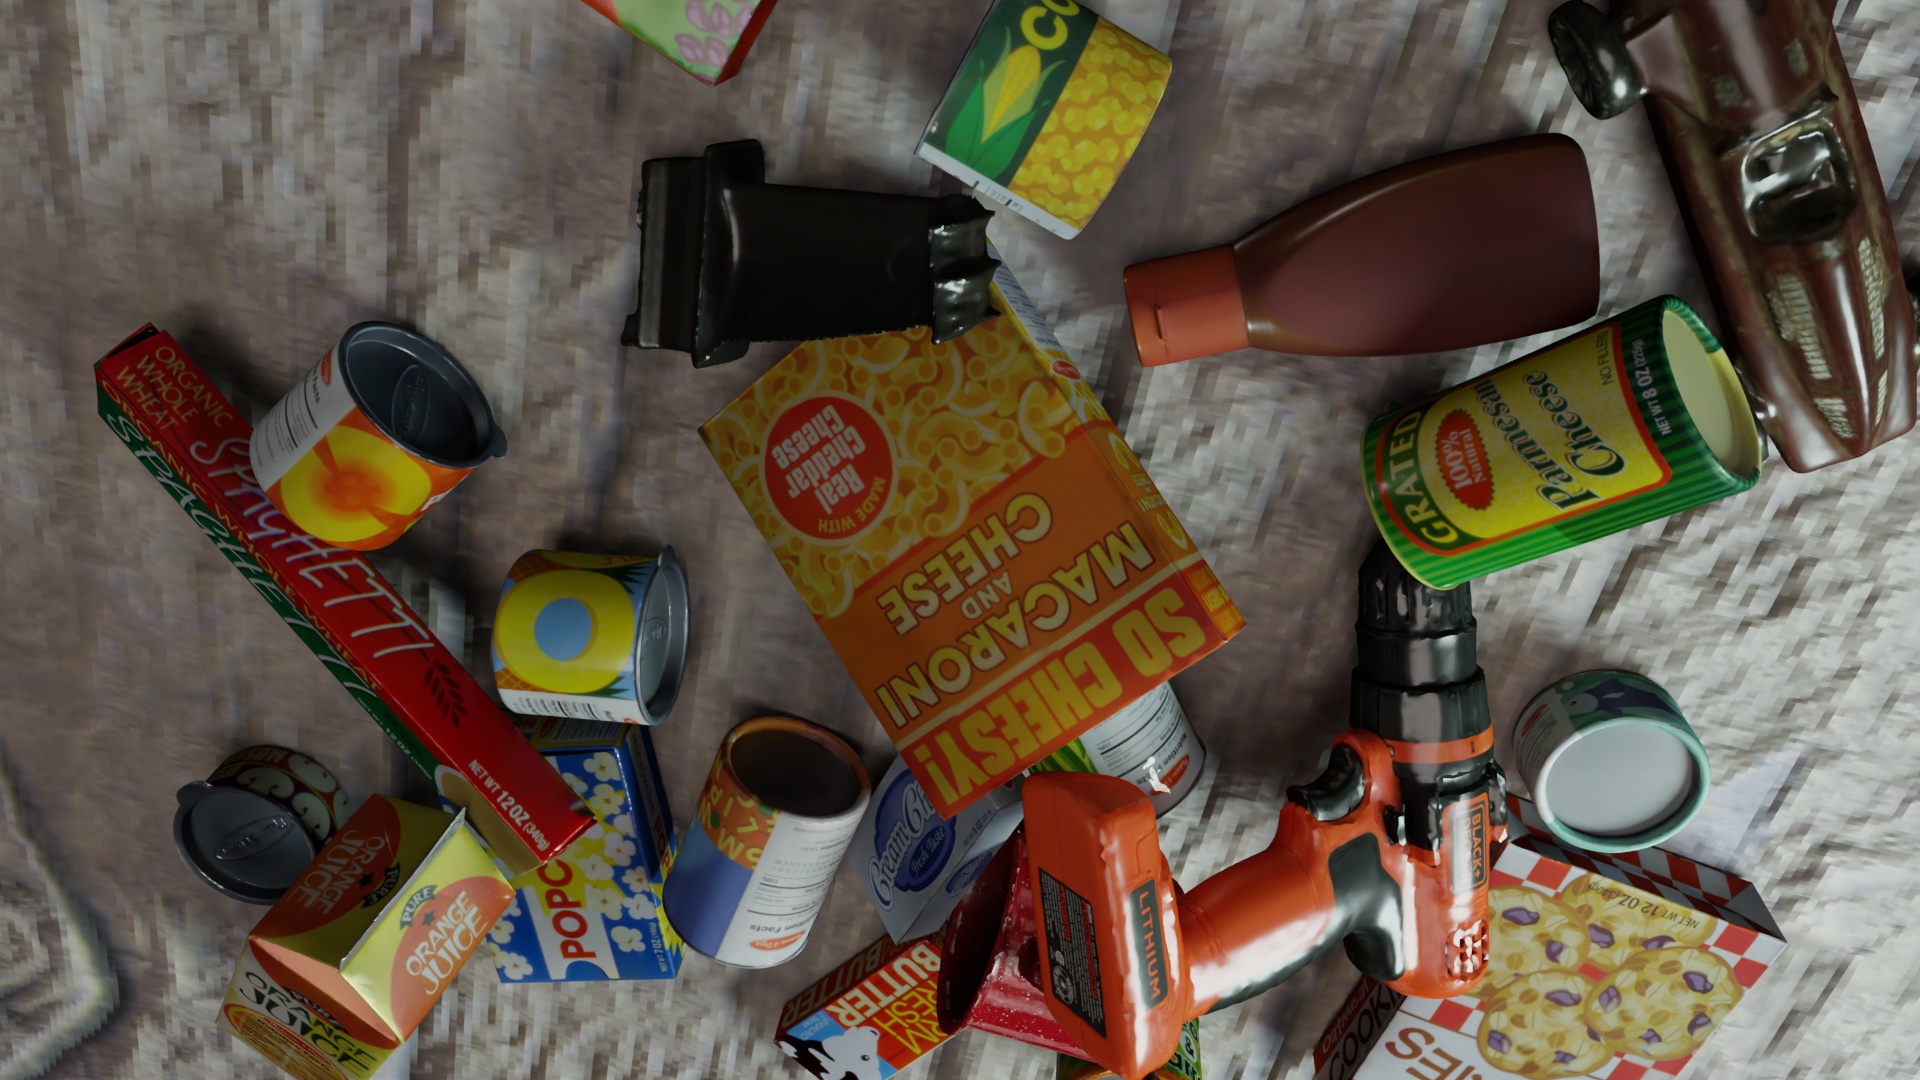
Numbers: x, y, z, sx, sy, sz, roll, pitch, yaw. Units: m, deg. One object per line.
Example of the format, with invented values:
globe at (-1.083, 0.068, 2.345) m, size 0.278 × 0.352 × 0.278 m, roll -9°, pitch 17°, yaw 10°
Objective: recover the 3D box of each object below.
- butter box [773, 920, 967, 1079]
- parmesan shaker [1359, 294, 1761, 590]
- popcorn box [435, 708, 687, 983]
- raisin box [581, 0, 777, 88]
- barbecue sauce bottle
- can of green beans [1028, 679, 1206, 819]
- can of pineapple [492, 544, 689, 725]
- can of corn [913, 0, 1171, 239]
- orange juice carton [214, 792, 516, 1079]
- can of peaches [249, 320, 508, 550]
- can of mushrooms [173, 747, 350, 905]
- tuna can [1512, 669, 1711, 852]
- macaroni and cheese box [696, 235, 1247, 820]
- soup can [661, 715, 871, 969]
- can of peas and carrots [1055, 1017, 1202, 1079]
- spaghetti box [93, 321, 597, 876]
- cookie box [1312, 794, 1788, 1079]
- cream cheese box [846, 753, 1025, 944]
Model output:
butter box at (-0.033, 0.216, 0.644) m, size 0.103 × 0.024 × 0.053 m, roll -40°, pitch 106°, yaw 22°
parmesan shaker at (0.193, -0.033, 0.456) m, size 0.102 × 0.072 × 0.071 m, roll -26°, pitch 112°, yaw 43°
popcorn box at (-0.173, 0.134, 0.612) m, size 0.085 × 0.038 × 0.126 m, roll -4°, pitch 115°, yaw 7°
raisin box at (-0.106, -0.215, 0.434) m, size 0.123 × 0.040 × 0.085 m, roll 32°, pitch 116°, yaw -11°
barbecue sauce bottle at (0.131, -0.090, 0.466) m, size 0.148 × 0.044 × 0.064 m, roll -10°, pitch 109°, yaw 12°
can of green beans at (0.054, 0.072, 0.541) m, size 0.071 × 0.071 × 0.057 m, roll -23°, pitch 111°, yaw 16°
can of pineapple at (-0.143, 0.036, 0.546) m, size 0.058 × 0.071 × 0.070 m, roll 4°, pitch 116°, yaw 5°
can of corn at (0.027, -0.140, 0.440) m, size 0.058 × 0.071 × 0.071 m, roll 28°, pitch 116°, yaw -8°
orange juice carton at (-0.247, 0.170, 0.577) m, size 0.073 × 0.072 × 0.191 m, roll 38°, pitch 138°, yaw -6°
can of peaches at (-0.217, -0.037, 0.518) m, size 0.058 × 0.071 × 0.071 m, roll -36°, pitch 107°, yaw 21°
can of mushrooms at (-0.315, 0.127, 0.627) m, size 0.071 × 0.033 × 0.070 m, roll 3°, pitch 117°, yaw 6°
tuna can at (0.257, 0.088, 0.544) m, size 0.071 × 0.033 × 0.070 m, roll 3°, pitch 116°, yaw 6°
macaroni and cheese box at (0.002, -0.006, 0.488) m, size 0.123 × 0.040 × 0.166 m, roll -36°, pitch 82°, yaw 21°
soup can at (-0.083, 0.124, 0.583) m, size 0.071 × 0.072 × 0.083 m, roll 22°, pitch 115°, yaw -5°
can of peas and carrots at (0.077, 0.237, 0.623) m, size 0.071 × 0.059 × 0.070 m, roll 2°, pitch 117°, yaw 5°
spaghetti box at (-0.238, 0.027, 0.536) m, size 0.250 × 0.029 × 0.050 m, roll 50°, pitch 146°, yaw -5°
cookie box at (0.245, 0.199, 0.596) m, size 0.123 × 0.040 × 0.166 m, roll 20°, pitch 116°, yaw -4°
cream cheese box at (-0.011, 0.115, 0.566) m, size 0.053 × 0.024 × 0.103 m, roll 55°, pitch 134°, yaw 28°
